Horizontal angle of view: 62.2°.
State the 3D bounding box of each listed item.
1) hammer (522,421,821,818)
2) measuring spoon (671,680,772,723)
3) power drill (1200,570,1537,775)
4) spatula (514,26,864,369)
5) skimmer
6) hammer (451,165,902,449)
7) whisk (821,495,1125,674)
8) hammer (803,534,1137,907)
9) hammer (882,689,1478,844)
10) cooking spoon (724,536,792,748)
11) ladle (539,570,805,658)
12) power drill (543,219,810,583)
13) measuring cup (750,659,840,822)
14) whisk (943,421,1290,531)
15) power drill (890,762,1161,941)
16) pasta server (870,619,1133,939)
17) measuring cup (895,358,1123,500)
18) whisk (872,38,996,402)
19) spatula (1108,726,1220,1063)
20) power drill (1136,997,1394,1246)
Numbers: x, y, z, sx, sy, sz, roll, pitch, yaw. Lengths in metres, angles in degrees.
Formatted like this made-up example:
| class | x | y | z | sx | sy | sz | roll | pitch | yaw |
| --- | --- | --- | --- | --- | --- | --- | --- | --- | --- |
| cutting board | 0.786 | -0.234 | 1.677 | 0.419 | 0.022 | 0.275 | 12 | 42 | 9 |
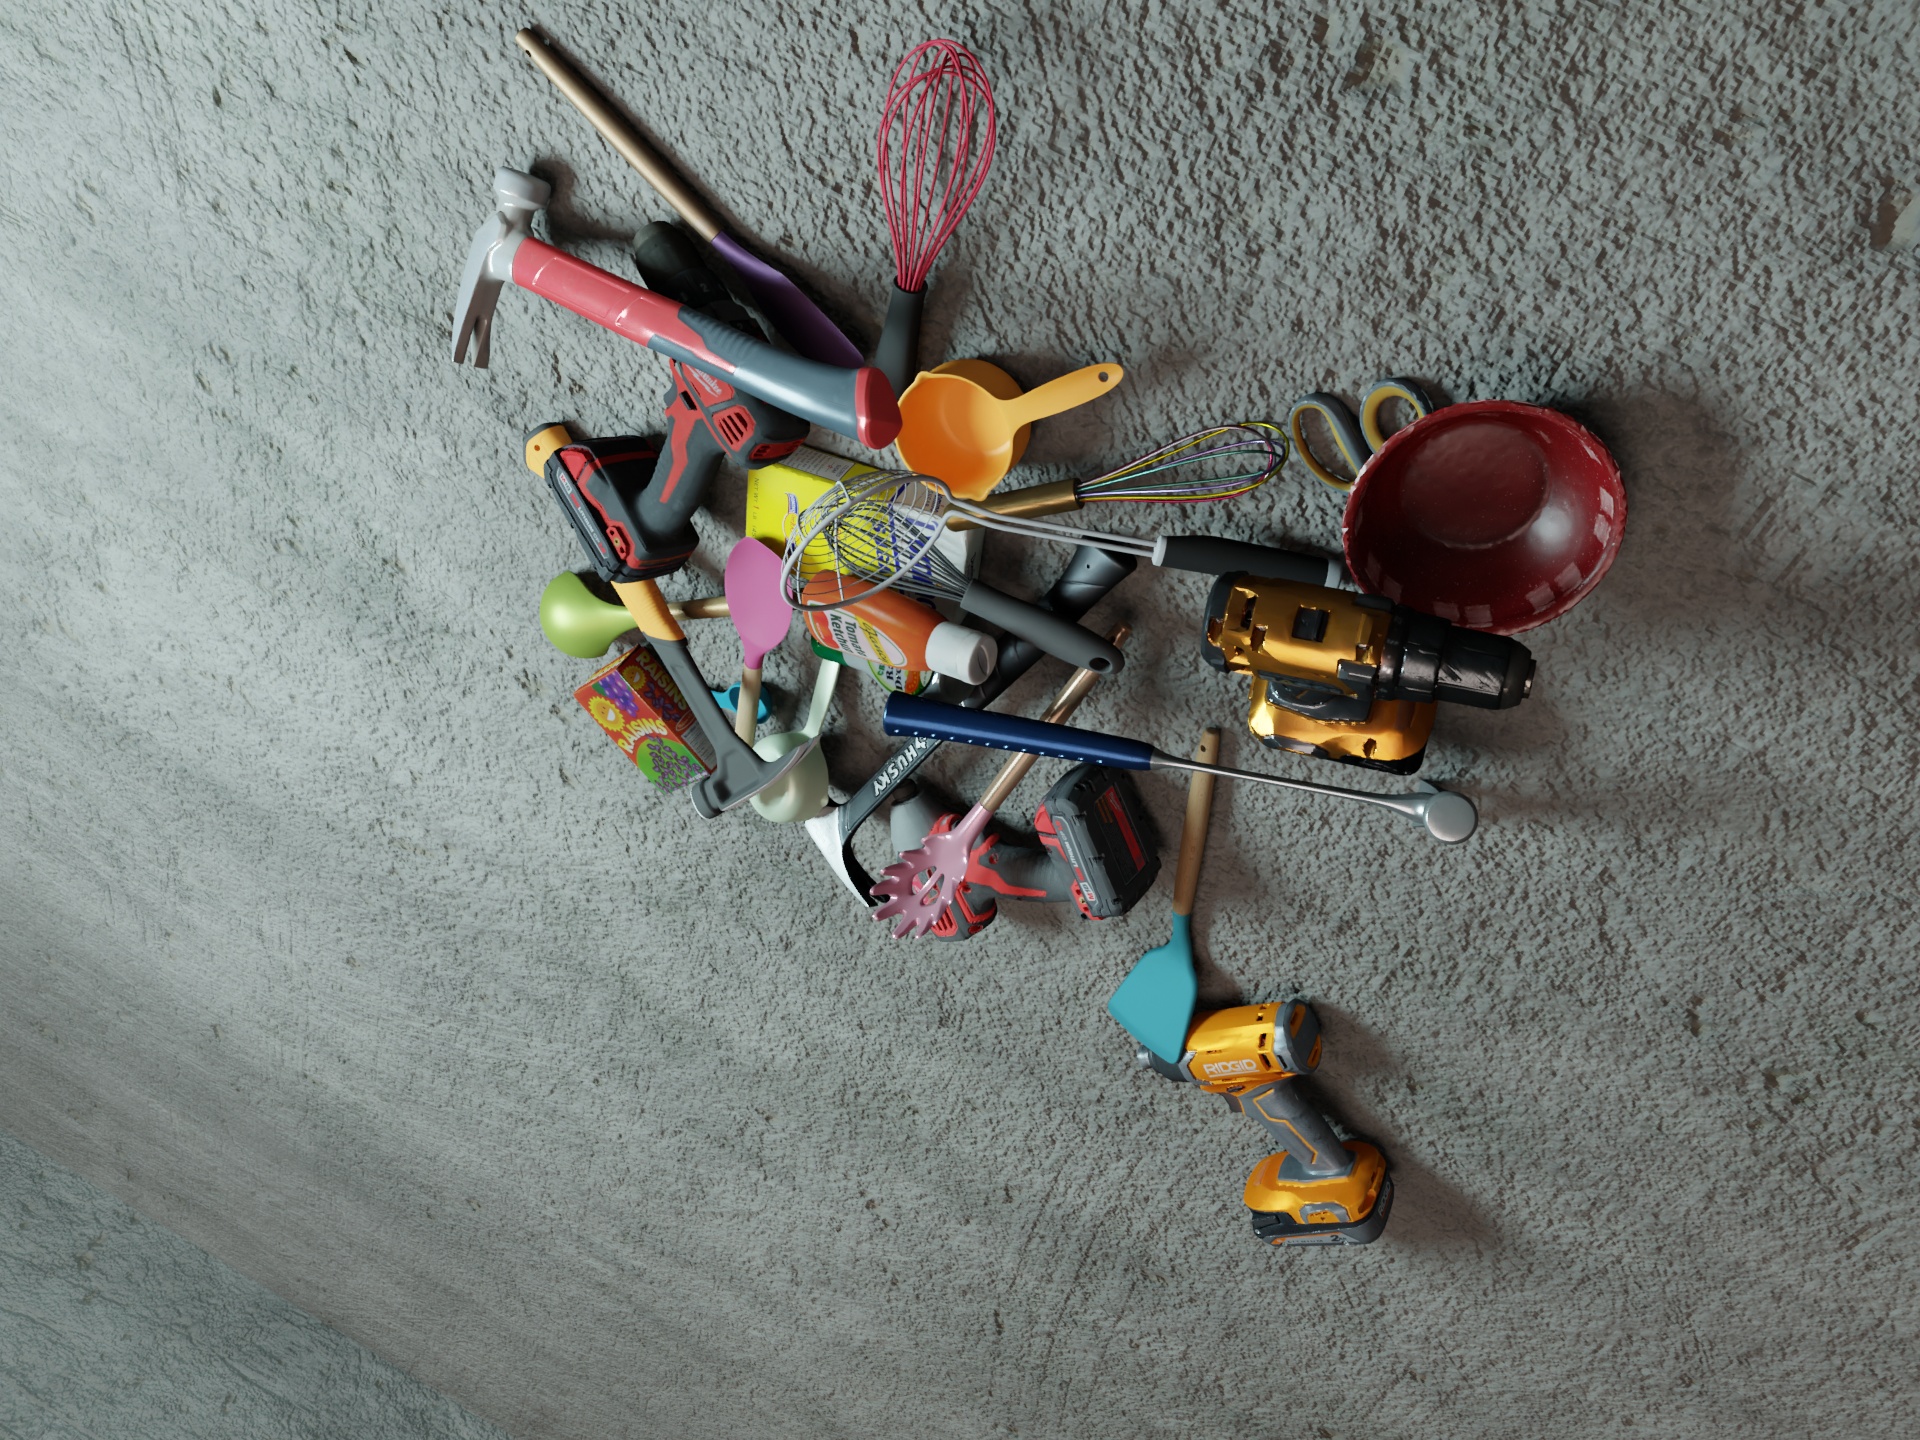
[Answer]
| class | x | y | z | sx | sy | sz | roll | pitch | yaw |
| --- | --- | --- | --- | --- | --- | --- | --- | --- | --- |
| hammer | -0.241 | -0.090 | 1.257 | 0.127 | 0.034 | 0.337 | -30 | 91 | 32 |
| measuring spoon | -0.210 | -0.025 | 1.367 | 0.129 | 0.021 | 0.042 | 10 | 134 | 33 |
| power drill | 0.255 | -0.025 | 0.985 | 0.185 | 0.084 | 0.226 | 12 | 171 | 19 |
| spatula | -0.185 | -0.350 | 1.090 | 0.316 | 0.018 | 0.060 | 45 | 154 | -9 |
| skimmer | 0.068 | -0.096 | 1.038 | 0.363 | 0.090 | 0.127 | 9 | 152 | -2 |
| hammer | -0.197 | -0.245 | 1.053 | 0.387 | 0.038 | 0.143 | 30 | 107 | 29 |
| whisk | 0.008 | -0.092 | 1.114 | 0.239 | 0.055 | 0.055 | 26 | 133 | 3 |
| hammer | -0.002 | -0.004 | 1.225 | 0.409 | 0.036 | 0.149 | -45 | 64 | 38 |
| hammer | 0.146 | 0.029 | 1.108 | 0.405 | 0.144 | 0.035 | 10 | 92 | 13 |
| cooking spoon | -0.170 | -0.031 | 1.295 | 0.069 | 0.017 | 0.318 | 37 | 143 | 17 |
| ladle | -0.209 | -0.096 | 1.297 | 0.320 | 0.062 | 0.078 | -4 | 116 | 22 |
| power drill | -0.215 | -0.224 | 1.148 | 0.226 | 0.080 | 0.188 | -39 | 77 | 43 |
| measuring cup | -0.134 | 0.009 | 1.304 | 0.083 | 0.038 | 0.167 | 39 | 121 | 36 |
| whisk | 0.100 | -0.158 | 1.061 | 0.245 | 0.051 | 0.047 | -8 | 90 | 26 |
| power drill | 0.039 | 0.101 | 1.284 | 0.220 | 0.078 | 0.143 | -13 | 107 | 40 |
| pasta server | 0.032 | 0.047 | 1.198 | 0.060 | 0.040 | 0.316 | 43 | 118 | 14 |
| measuring cup | 0.039 | -0.211 | 1.058 | 0.173 | 0.052 | 0.095 | -16 | 111 | 32 |
| whisk | -0.030 | -0.298 | 1.026 | 0.073 | 0.073 | 0.295 | 26 | 140 | 8 |
| spatula | 0.173 | 0.137 | 1.265 | 0.082 | 0.044 | 0.317 | 37 | 139 | 37 |
| power drill | 0.258 | 0.341 | 1.359 | 0.164 | 0.084 | 0.226 | -16 | 112 | 37 |
